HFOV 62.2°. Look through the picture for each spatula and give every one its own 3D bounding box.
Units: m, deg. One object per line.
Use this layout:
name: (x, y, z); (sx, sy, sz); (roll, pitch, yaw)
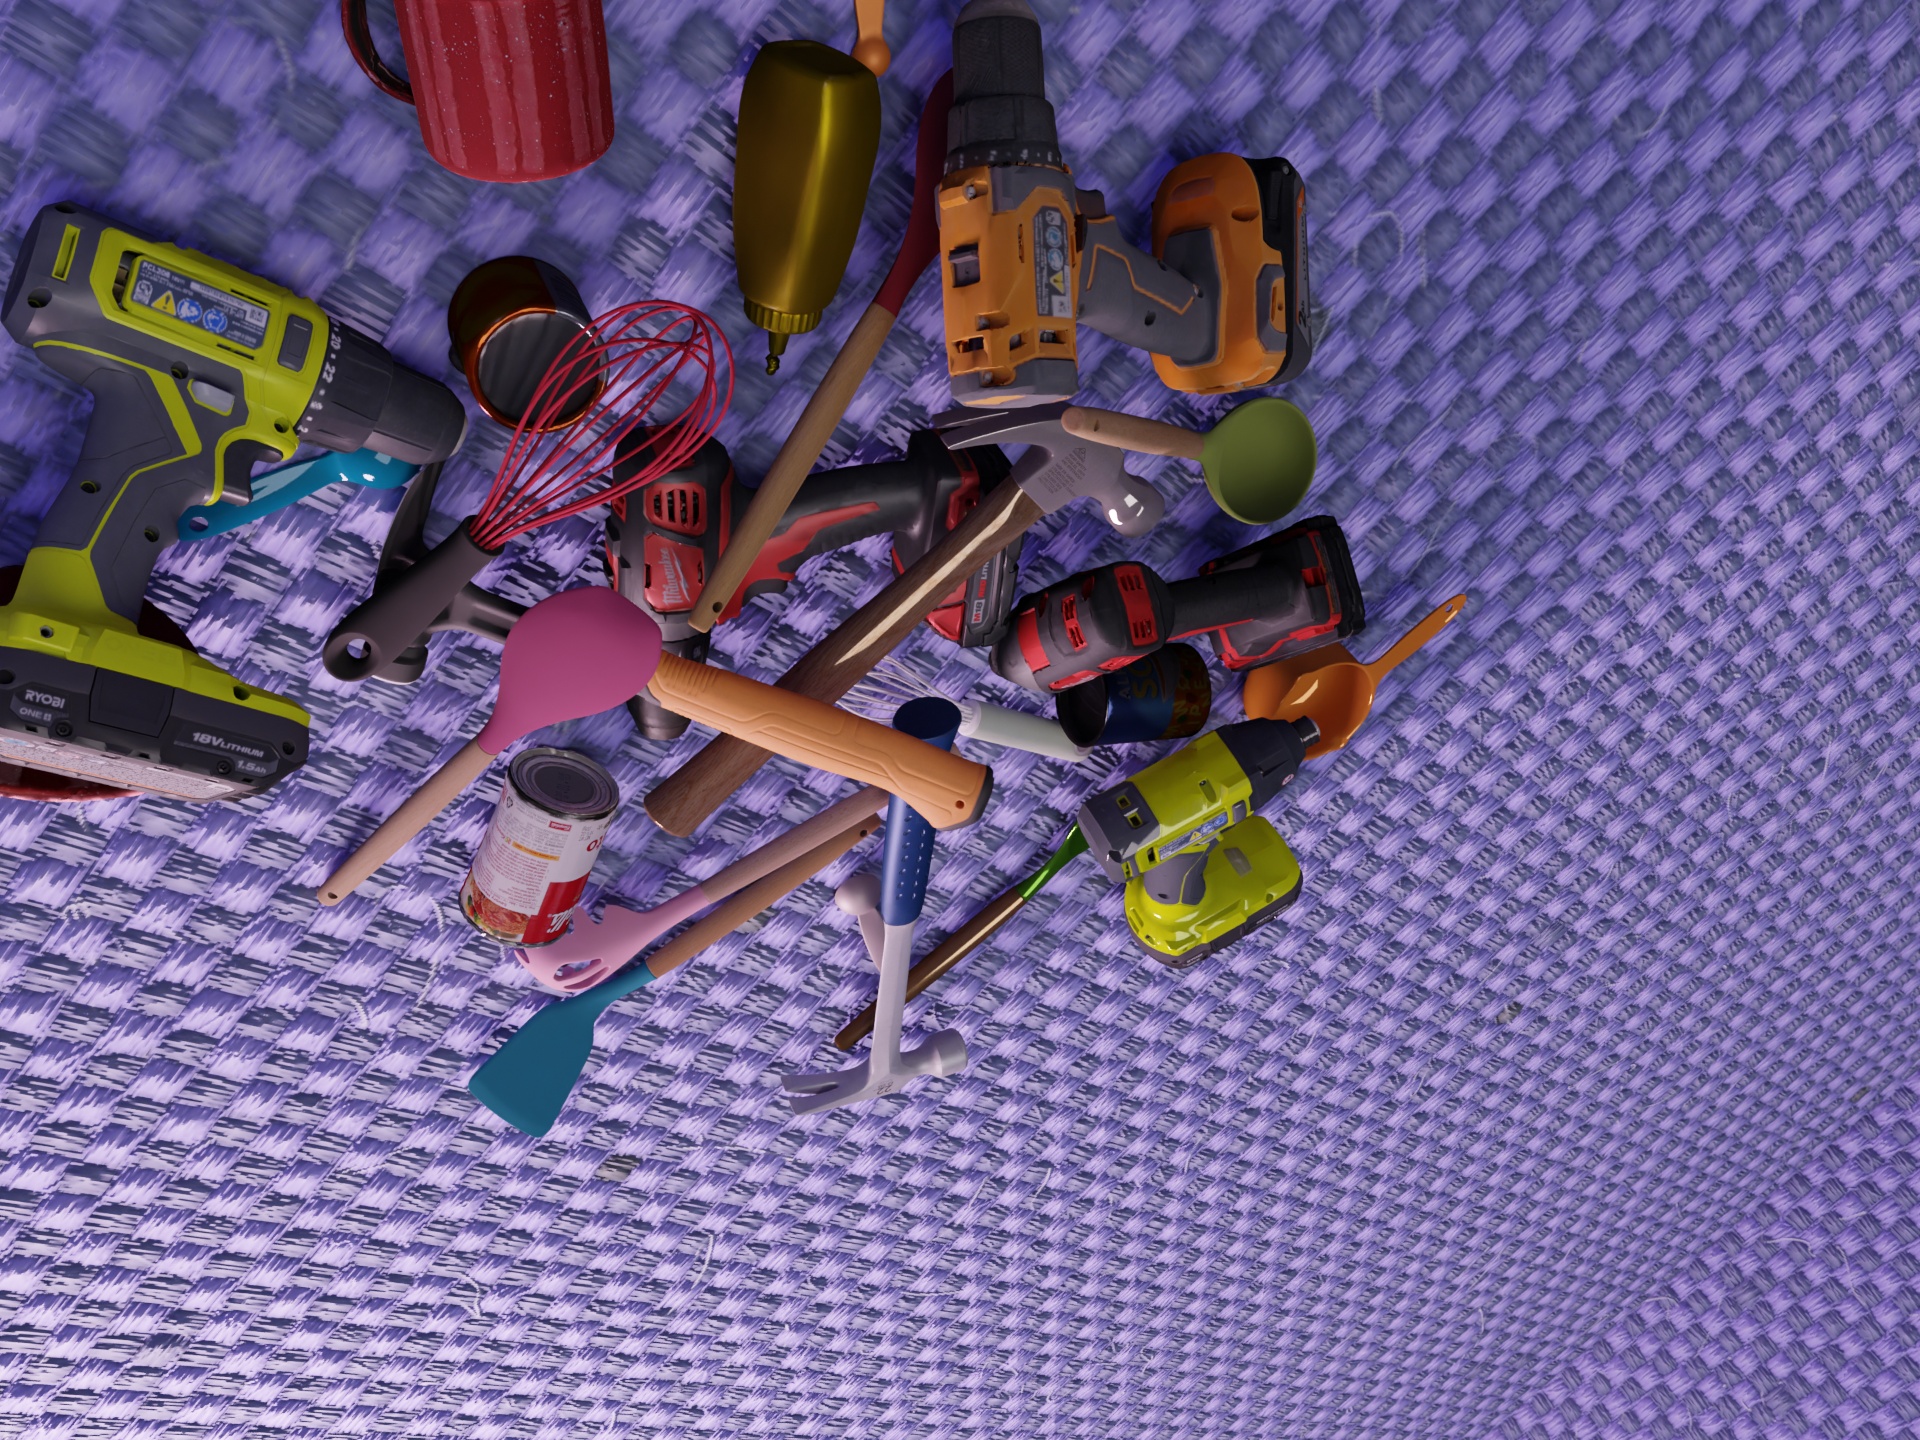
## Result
spatula: (-0.182, 0.160, 1.066); (0.317, 0.044, 0.082); (-35, 132, 0)

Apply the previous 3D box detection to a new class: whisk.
whisk: (-0.213, -0.098, 0.747); (0.296, 0.073, 0.073); (-34, 139, 28)
whisk: (-0.002, -0.003, 1.029); (0.246, 0.059, 0.058); (14, 80, -41)

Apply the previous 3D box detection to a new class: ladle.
ladle: (-0.053, -0.182, 0.790); (0.069, 0.031, 0.315); (29, 92, -47)
ladle: (0.130, -0.150, 0.870); (0.320, 0.062, 0.078); (-12, 117, -64)

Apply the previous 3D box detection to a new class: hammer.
hammer: (-0.139, -0.024, 0.830); (0.337, 0.034, 0.127); (21, 118, -6)
hammer: (-0.049, -0.049, 0.866); (0.331, 0.031, 0.129); (-40, 131, 13)
hammer: (-0.046, 0.140, 1.070); (0.144, 0.035, 0.405); (-15, 140, -21)

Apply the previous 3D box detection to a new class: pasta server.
pasta server: (-0.141, 0.091, 1.017); (0.316, 0.040, 0.060); (-29, 135, 2)

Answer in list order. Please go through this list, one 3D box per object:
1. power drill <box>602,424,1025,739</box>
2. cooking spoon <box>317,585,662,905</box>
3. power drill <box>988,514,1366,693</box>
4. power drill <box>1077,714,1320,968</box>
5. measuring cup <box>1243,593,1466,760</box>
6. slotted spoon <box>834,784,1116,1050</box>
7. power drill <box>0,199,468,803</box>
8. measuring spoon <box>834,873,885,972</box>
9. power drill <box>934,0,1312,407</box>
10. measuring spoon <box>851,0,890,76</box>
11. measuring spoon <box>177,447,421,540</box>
power drill: (-0.087, -0.078, 0.897); (0.226, 0.080, 0.187); (-7, 129, -20)
cooking spoon: (-0.264, 0.025, 0.849); (0.068, 0.017, 0.319); (38, 126, -22)
power drill: (0.126, -0.063, 0.971); (0.219, 0.078, 0.143); (-12, 174, -33)
power drill: (0.180, 0.084, 1.138); (0.171, 0.080, 0.223); (-28, 150, -4)
measuring cup: (0.280, -0.046, 1.141); (0.173, 0.052, 0.095); (-39, 135, 3)
slotted spoon: (0.024, 0.143, 1.173); (0.314, 0.031, 0.070); (-41, 152, 9)
power drill: (-0.321, -0.085, 0.685); (0.190, 0.229, 0.080); (20, 159, -38)
measuring spoon: (-0.060, 0.155, 1.145); (0.034, 0.018, 0.124); (-26, 136, -8)
power drill: (0.079, -0.250, 0.793); (0.226, 0.084, 0.185); (-10, 98, -42)
measuring spoon: (-0.041, -0.354, 0.732); (0.021, 0.011, 0.116); (-14, 132, -18)
measuring spoon: (-0.322, -0.112, 0.773); (0.128, 0.021, 0.042); (-25, 134, -10)
